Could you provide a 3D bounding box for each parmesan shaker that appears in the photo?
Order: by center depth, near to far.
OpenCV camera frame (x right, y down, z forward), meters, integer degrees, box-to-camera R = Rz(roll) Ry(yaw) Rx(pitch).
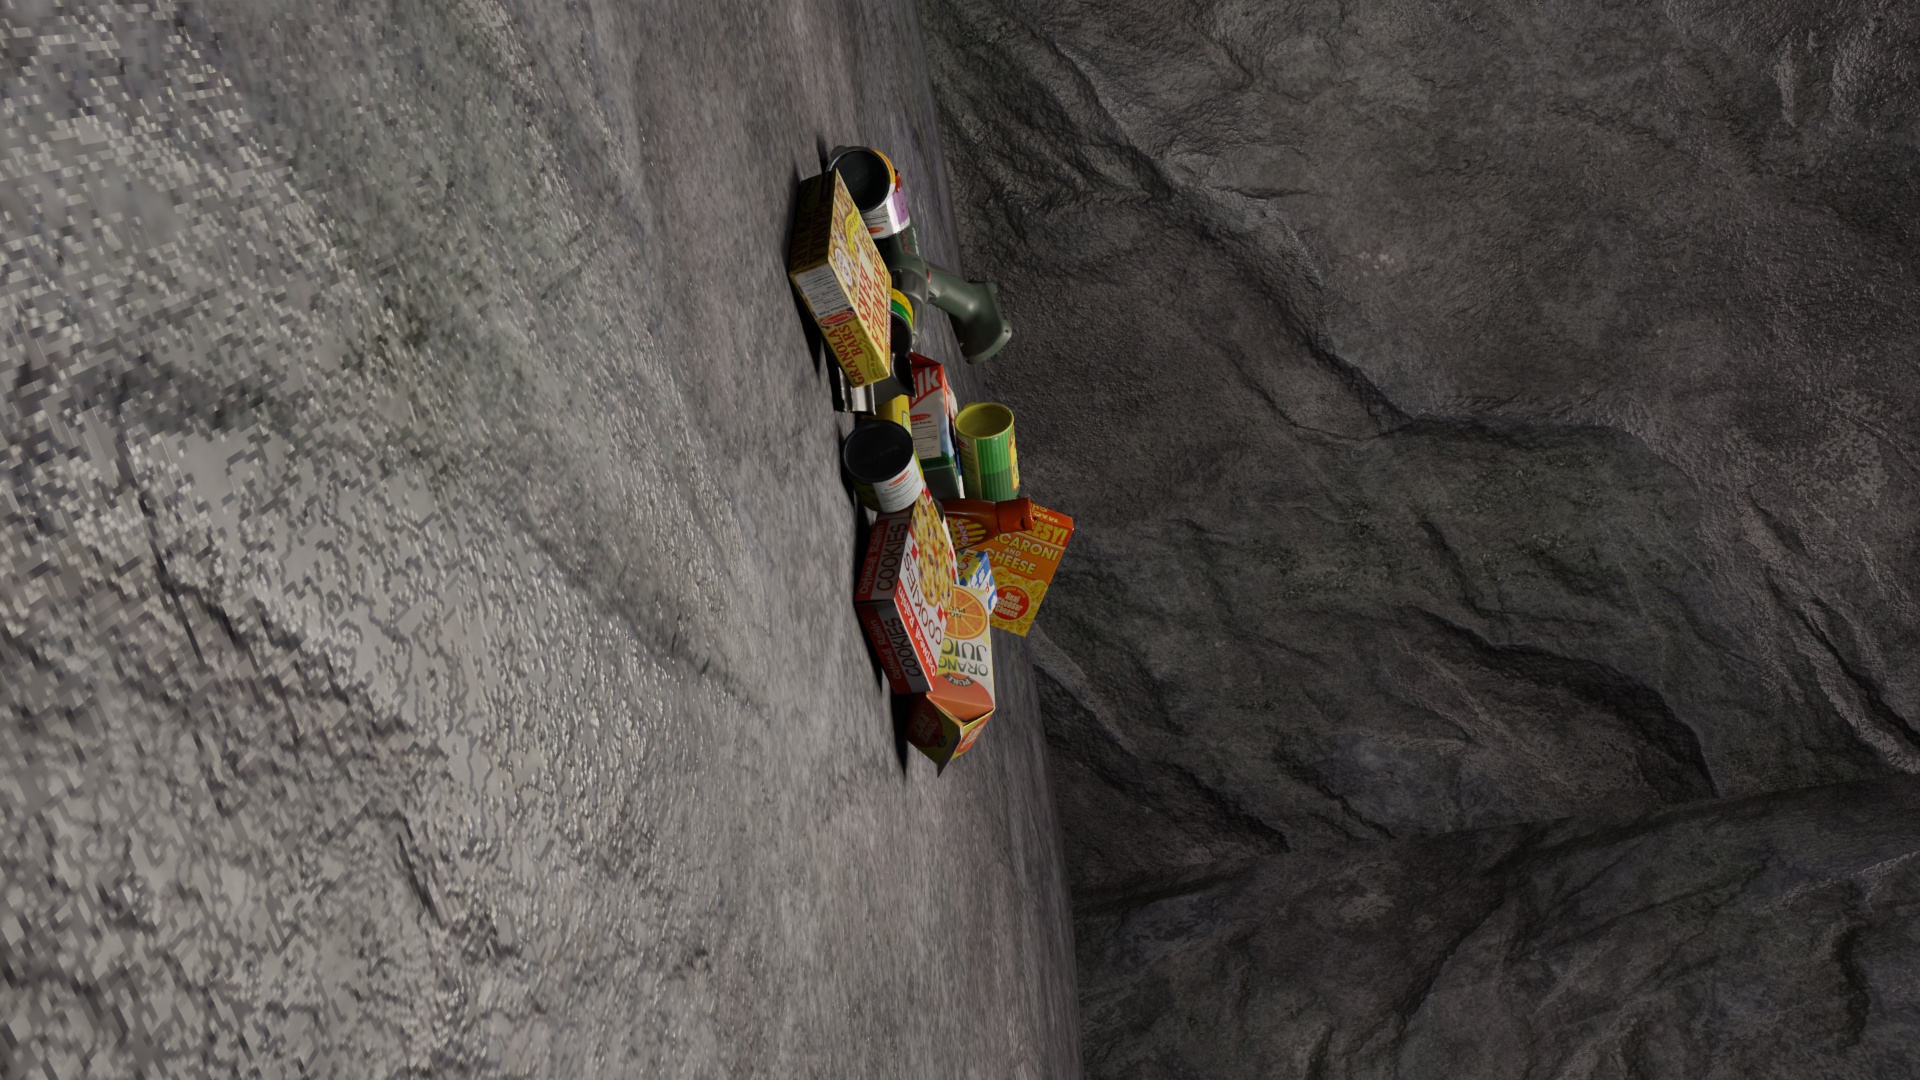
[{"bbox_3d":[0.030,-0.097,1.563,0.072,0.071,0.102,-93,176,-48],"label":"parmesan shaker"}]

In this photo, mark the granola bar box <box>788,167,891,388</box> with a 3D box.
[{"bbox_3d":[-0.102,-0.229,1.208,0.166,0.039,0.123,-92,160,-49],"label":"granola bar box"}]

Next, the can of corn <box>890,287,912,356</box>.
[{"bbox_3d":[-0.079,-0.210,1.381,0.058,0.071,0.070,-92,171,-56],"label":"can of corn"}]

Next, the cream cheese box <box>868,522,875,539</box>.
[{"bbox_3d":[-0.066,0.034,1.353,0.053,0.024,0.103,-69,150,-80],"label":"cream cheese box"}]

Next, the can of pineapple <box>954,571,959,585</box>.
[{"bbox_3d":[-0.033,0.051,1.502,0.071,0.058,0.071,-13,94,-85],"label":"can of pineapple"}]

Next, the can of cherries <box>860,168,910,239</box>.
[{"bbox_3d":[-0.092,-0.364,1.495,0.072,0.071,0.058,-90,169,-57],"label":"can of cherries"}]

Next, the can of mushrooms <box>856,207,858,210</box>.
[{"bbox_3d":[-0.111,-0.287,1.343,0.071,0.033,0.071,-13,93,-84],"label":"can of mushrooms"}]

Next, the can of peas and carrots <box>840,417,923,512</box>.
[{"bbox_3d":[-0.071,-0.068,1.257,0.058,0.071,0.071,74,9,-60],"label":"can of peas and carrots"}]

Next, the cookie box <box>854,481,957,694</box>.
[{"bbox_3d":[-0.048,0.040,1.284,0.168,0.040,0.122,-79,156,-46],"label":"cookie box"}]

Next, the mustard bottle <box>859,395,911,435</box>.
[{"bbox_3d":[-0.074,-0.113,1.376,0.065,0.049,0.161,72,11,-56],"label":"mustard bottle"}]

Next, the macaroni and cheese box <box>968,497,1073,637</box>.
[{"bbox_3d":[0.058,0.029,1.785,0.040,0.124,0.165,-87,-162,-66],"label":"macaroni and cheese box"}]

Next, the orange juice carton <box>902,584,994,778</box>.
[{"bbox_3d":[-0.014,0.136,1.369,0.194,0.073,0.071,-93,-157,-43],"label":"orange juice carton"}]

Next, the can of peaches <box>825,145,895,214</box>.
[{"bbox_3d":[-0.102,-0.366,1.403,0.058,0.071,0.071,-78,159,-75],"label":"can of peaches"}]

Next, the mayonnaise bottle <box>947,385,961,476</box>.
[{"bbox_3d":[-0.021,-0.138,1.719,0.041,0.065,0.149,73,-7,-45],"label":"mayonnaise bottle"}]

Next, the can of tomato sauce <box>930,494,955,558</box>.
[{"bbox_3d":[-0.044,-0.001,1.434,0.082,0.071,0.071,75,8,-55],"label":"can of tomato sauce"}]

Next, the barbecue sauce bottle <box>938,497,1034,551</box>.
[{"bbox_3d":[0.005,-0.019,1.531,0.044,0.148,0.064,-93,173,-53],"label":"barbecue sauce bottle"}]

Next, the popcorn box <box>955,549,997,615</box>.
[{"bbox_3d":[-0.003,0.082,1.615,0.127,0.038,0.084,-59,147,-39],"label":"popcorn box"}]

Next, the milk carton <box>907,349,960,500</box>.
[{"bbox_3d":[-0.046,-0.132,1.574,0.072,0.073,0.191,75,8,-54],"label":"milk carton"}]
